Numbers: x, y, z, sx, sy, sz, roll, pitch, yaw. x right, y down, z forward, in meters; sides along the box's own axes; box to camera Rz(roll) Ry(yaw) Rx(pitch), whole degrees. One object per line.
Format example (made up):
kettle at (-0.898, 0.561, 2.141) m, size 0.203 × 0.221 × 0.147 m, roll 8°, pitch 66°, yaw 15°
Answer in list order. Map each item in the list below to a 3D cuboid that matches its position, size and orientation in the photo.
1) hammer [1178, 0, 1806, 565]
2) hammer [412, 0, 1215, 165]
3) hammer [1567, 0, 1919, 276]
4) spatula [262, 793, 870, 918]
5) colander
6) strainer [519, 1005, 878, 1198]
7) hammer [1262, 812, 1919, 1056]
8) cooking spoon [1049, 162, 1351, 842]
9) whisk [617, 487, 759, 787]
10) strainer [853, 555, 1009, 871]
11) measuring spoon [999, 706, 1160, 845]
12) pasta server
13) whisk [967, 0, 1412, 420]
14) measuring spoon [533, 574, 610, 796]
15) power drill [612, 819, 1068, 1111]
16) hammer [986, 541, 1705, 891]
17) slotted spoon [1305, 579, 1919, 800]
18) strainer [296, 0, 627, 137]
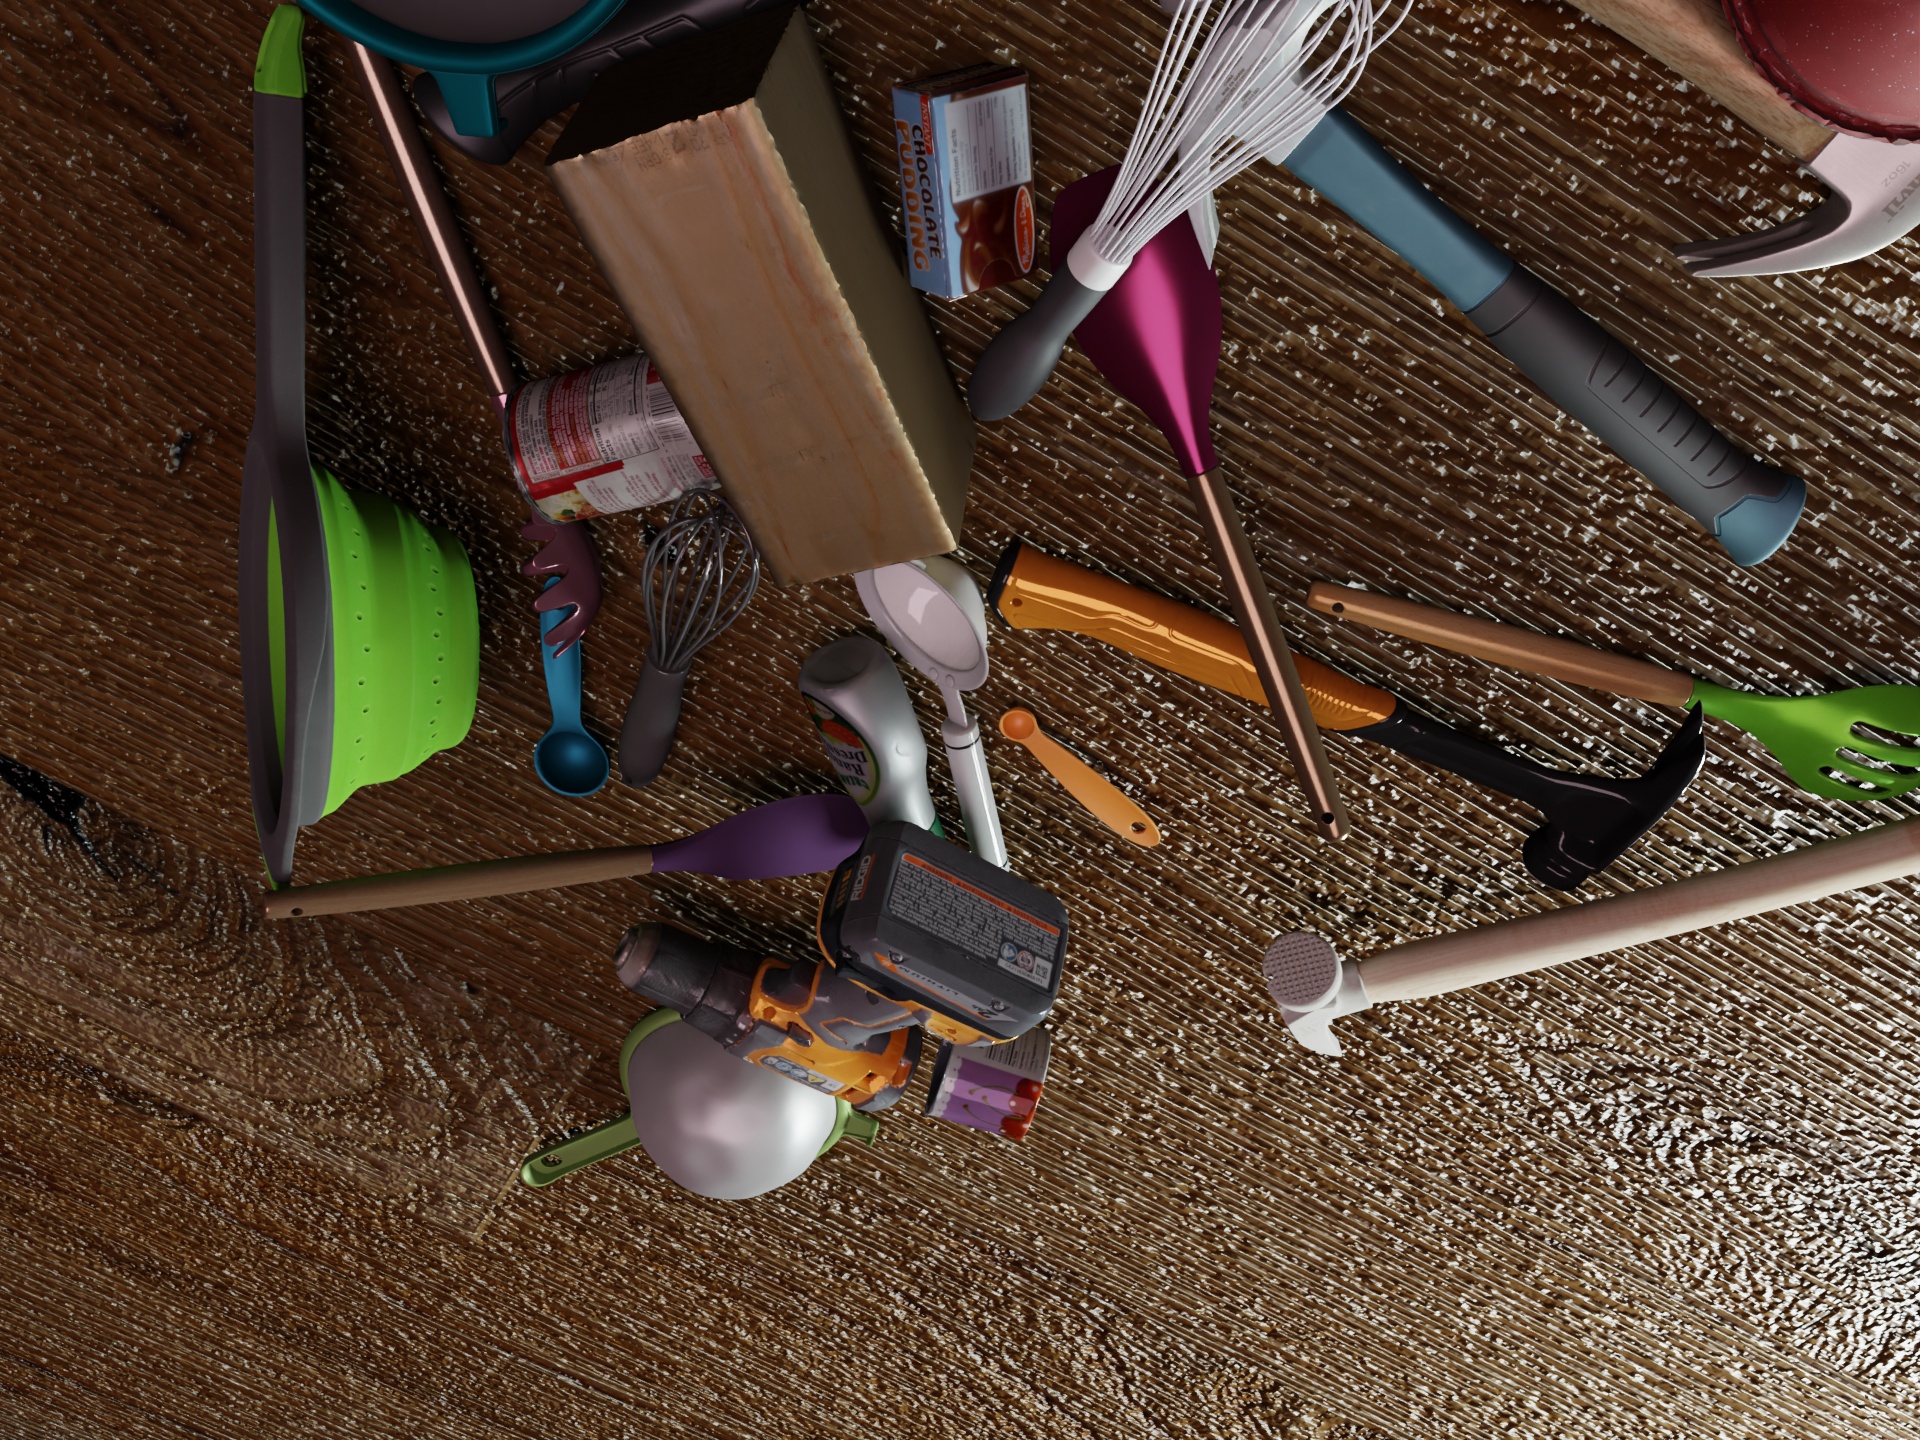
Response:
hammer at (0.226, -0.170, 0.649) m, size 0.330 × 0.033 × 0.128 m, roll 34°, pitch 133°, yaw -16°
hammer at (-0.072, -0.299, 0.622) m, size 0.335 × 0.035 × 0.146 m, roll -14°, pitch 121°, yaw 19°
hammer at (0.229, -0.278, 0.584) m, size 0.331 × 0.031 × 0.130 m, roll 29°, pitch 124°, yaw -10°
spatula at (-0.183, 0.072, 0.808) m, size 0.315 × 0.018 × 0.059 m, roll -6°, pitch 131°, yaw -27°
colander at (-0.280, -0.116, 0.747) m, size 0.094 × 0.205 × 0.397 m, roll -3°, pitch 113°, yaw -29°
strainer at (-0.191, 0.269, 1.009) m, size 0.256 × 0.069 × 0.151 m, roll -26°, pitch 116°, yaw 23°
hammer at (0.362, 0.093, 0.792) m, size 0.410 × 0.038 × 0.146 m, roll -17°, pitch 153°, yaw 13°
cooking spoon at (0.116, -0.087, 0.704) m, size 0.069 × 0.017 × 0.318 m, roll -17°, pitch 106°, yaw 24°
whisk at (-0.141, -0.029, 0.784) m, size 0.055 × 0.055 × 0.238 m, roll 23°, pitch 143°, yaw -6°
strainer at (-0.001, -0.003, 0.808) m, size 0.087 × 0.050 × 0.258 m, roll 26°, pitch 142°, yaw 38°
measuring spoon at (0.065, 0.030, 0.838) m, size 0.116 × 0.011 × 0.021 m, roll 40°, pitch 121°, yaw -21°
pasta server at (-0.227, -0.175, 0.731) m, size 0.040 × 0.060 × 0.316 m, roll -22°, pitch 119°, yaw -12°
whisk at (0.071, -0.199, 0.612) m, size 0.070 × 0.070 × 0.284 m, roll 30°, pitch 145°, yaw -11°
measuring spoon at (-0.209, -0.020, 0.852) m, size 0.042 × 0.021 × 0.128 m, roll 4°, pitch 115°, yaw 3°
power drill at (-0.071, 0.133, 0.857) m, size 0.185 × 0.084 × 0.226 m, roll 28°, pitch 143°, yaw -18°
hammer at (0.175, -0.016, 0.760) m, size 0.337 × 0.034 × 0.127 m, roll 21°, pitch 140°, yaw -2°
slotted spoon at (0.316, -0.018, 0.749) m, size 0.314 × 0.031 × 0.070 m, roll 15°, pitch 128°, yaw 1°
strainer at (-0.133, -0.378, 0.526) m, size 0.211 × 0.095 × 0.340 m, roll 46°, pitch 127°, yaw -14°
